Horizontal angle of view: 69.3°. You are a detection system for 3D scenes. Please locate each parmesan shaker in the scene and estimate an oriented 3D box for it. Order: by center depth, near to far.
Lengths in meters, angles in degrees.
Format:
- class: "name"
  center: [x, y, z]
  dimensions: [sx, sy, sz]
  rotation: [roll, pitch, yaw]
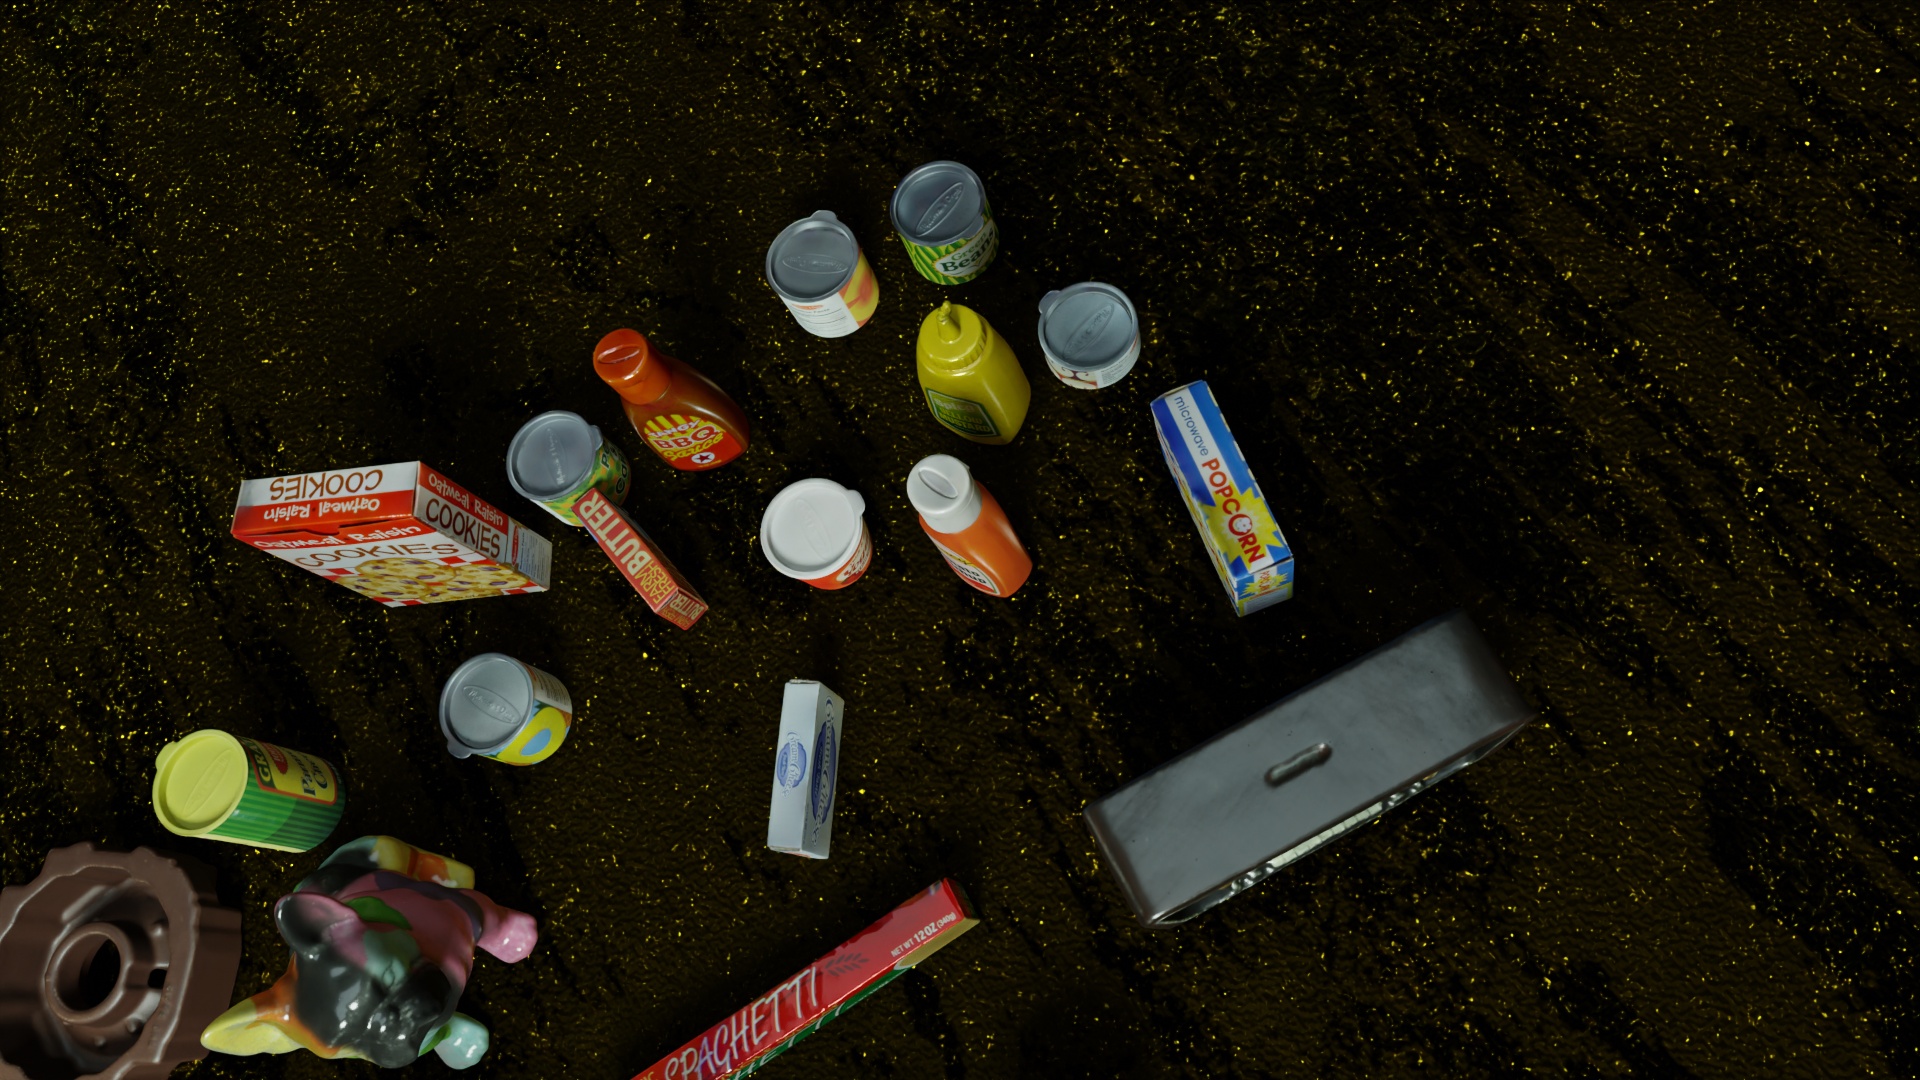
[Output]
- class: "parmesan shaker"
  center: [-0.464, 0.164, 0.911]
  dimensions: [0.071, 0.103, 0.071]
  rotation: [-4, 71, 11]

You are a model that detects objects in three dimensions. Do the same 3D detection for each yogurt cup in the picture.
- class: "yogurt cup"
  center: [-0.091, -0.001, 0.911]
  dimensions: [0.072, 0.054, 0.072]
  rotation: [-4, 71, 11]

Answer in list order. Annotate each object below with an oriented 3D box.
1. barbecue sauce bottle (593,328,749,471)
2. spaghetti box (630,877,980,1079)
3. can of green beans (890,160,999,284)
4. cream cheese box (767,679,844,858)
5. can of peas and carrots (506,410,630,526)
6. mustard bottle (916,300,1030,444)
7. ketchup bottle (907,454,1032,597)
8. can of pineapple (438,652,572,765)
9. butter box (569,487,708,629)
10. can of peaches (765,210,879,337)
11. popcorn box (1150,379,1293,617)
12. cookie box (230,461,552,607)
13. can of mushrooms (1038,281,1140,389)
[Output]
- class: "barbecue sauce bottle"
  center: [-0.192, -0.092, 0.913]
  dimensions: [0.065, 0.148, 0.044]
  rotation: [-15, 70, 8]
- class: "spaghetti box"
  center: [-0.102, 0.279, 0.821]
  dimensions: [0.250, 0.050, 0.029]
  rotation: [-33, 68, 0]
- class: "can of green beans"
  center: [-0.010, -0.220, 0.965]
  dimensions: [0.071, 0.057, 0.071]
  rotation: [-4, 71, 11]
- class: "cream cheese box"
  center: [-0.095, 0.143, 0.864]
  dimensions: [0.024, 0.053, 0.104]
  rotation: [0, 72, 13]
- class: "can of peas and carrots"
  center: [-0.269, -0.050, 0.964]
  dimensions: [0.071, 0.058, 0.071]
  rotation: [-4, 71, 11]
- class: "mustard bottle"
  center: [0.002, -0.109, 0.870]
  dimensions: [0.065, 0.160, 0.049]
  rotation: [17, 77, 17]
- class: "ketchup bottle"
  center: [0.003, -0.011, 0.843]
  dimensions: [0.065, 0.148, 0.043]
  rotation: [35, 83, 20]
- class: "can of pineapple"
  center: [-0.300, 0.113, 0.916]
  dimensions: [0.071, 0.057, 0.071]
  rotation: [-4, 71, 11]
- class: "butter box"
  center: [-0.215, 0.012, 0.935]
  dimensions: [0.024, 0.053, 0.104]
  rotation: [-43, 68, -3]
- class: "can of peaches"
  center: [-0.095, -0.185, 0.972]
  dimensions: [0.071, 0.058, 0.071]
  rotation: [-4, 71, 11]
- class: "popcorn box"
  center: [0.160, -0.025, 0.847]
  dimensions: [0.038, 0.085, 0.127]
  rotation: [-23, 68, 4]
- class: "cookie box"
  center: [-0.365, 0.000, 0.910]
  dimensions: [0.123, 0.167, 0.040]
  rotation: [-6, 71, 11]
- class: "can of mushrooms"
  center: [0.085, -0.138, 0.930]
  dimensions: [0.071, 0.033, 0.071]
  rotation: [-4, 71, 11]
